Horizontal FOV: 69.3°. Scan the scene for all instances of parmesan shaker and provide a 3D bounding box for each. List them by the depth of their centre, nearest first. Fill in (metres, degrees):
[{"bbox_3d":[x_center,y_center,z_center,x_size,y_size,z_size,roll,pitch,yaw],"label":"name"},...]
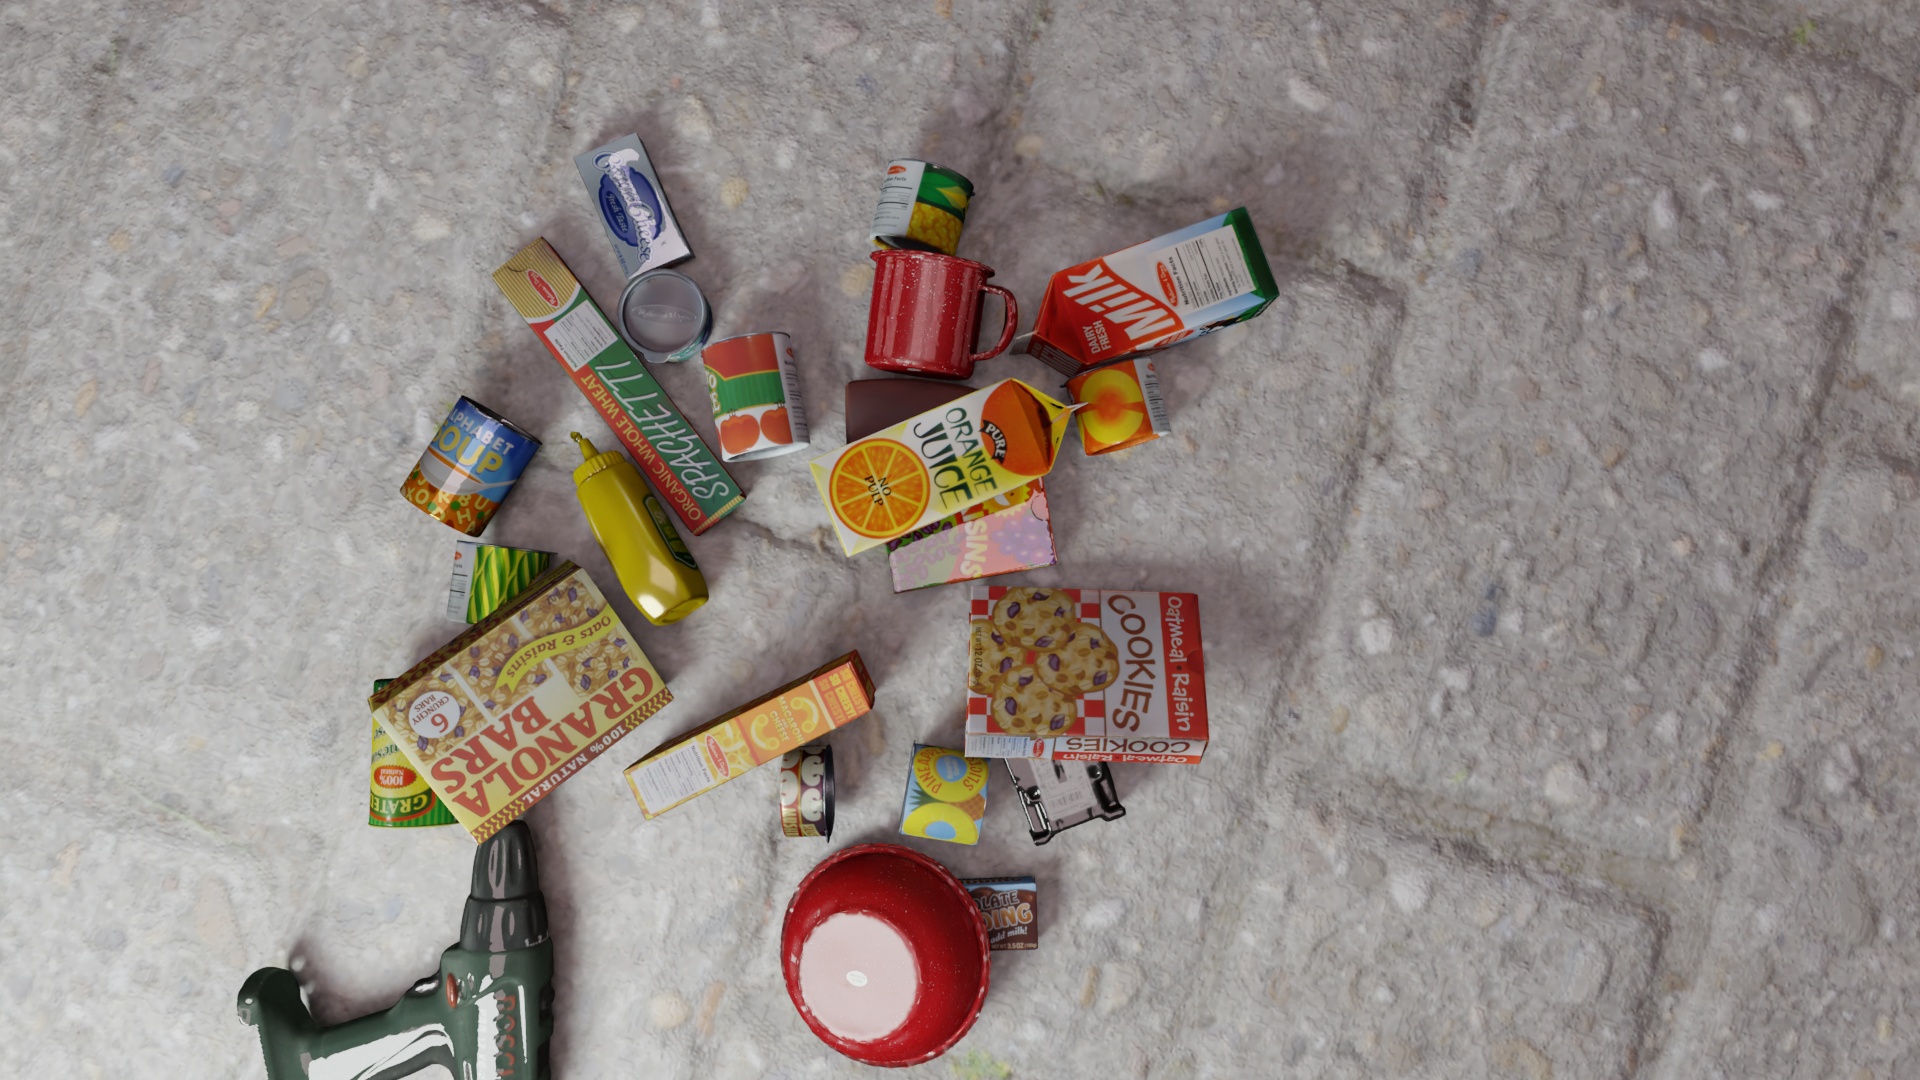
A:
[{"bbox_3d":[-0.391,0.151,0.999,0.071,0.071,0.103,0,86,-1],"label":"parmesan shaker"}]

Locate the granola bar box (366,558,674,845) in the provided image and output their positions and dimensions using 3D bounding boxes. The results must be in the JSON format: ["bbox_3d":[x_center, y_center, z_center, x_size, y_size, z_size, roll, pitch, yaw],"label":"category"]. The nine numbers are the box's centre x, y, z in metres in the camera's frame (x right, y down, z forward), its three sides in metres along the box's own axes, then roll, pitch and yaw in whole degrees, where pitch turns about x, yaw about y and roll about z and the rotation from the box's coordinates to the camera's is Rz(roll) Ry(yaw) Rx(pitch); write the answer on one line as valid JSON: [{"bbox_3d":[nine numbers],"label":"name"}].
[{"bbox_3d":[-0.305,0.111,0.973,0.166,0.039,0.124,-37,114,-18],"label":"granola bar box"}]

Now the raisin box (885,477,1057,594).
[{"bbox_3d":[0.004,-0.013,1.029,0.123,0.040,0.086,-10,86,-2],"label":"raisin box"}]

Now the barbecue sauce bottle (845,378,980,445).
[{"bbox_3d":[-0.010,-0.089,1.032,0.149,0.043,0.065,-2,87,-2],"label":"barbecue sauce bottle"}]

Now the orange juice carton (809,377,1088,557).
[{"bbox_3d":[-0.003,-0.058,0.973,0.193,0.072,0.073,-23,92,-1],"label":"orange juice carton"}]

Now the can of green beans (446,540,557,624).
[{"bbox_3d":[-0.335,0.032,1.007,0.071,0.071,0.058,7,87,0],"label":"can of green beans"}]

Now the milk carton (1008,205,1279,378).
[{"bbox_3d":[0.128,-0.174,1.025,0.191,0.072,0.073,-20,87,-3],"label":"milk carton"}]

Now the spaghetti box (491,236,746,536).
[{"bbox_3d":[-0.253,-0.113,1.036,0.050,0.028,0.250,-38,88,-3],"label":"spaghetti box"}]

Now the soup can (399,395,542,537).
[{"bbox_3d":[-0.357,-0.054,1.010,0.071,0.071,0.084,32,87,1],"label":"soup can"}]

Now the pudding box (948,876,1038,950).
[{"bbox_3d":[0.015,0.273,1.015,0.084,0.030,0.049,-1,86,-1],"label":"pudding box"}]

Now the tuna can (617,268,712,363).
[{"bbox_3d":[-0.220,-0.165,1.038,0.071,0.033,0.071,0,86,-1],"label":"tuna can"}]

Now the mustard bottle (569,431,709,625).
[{"bbox_3d":[-0.242,-0.015,1.014,0.049,0.065,0.160,-32,84,3],"label":"mustard bottle"}]

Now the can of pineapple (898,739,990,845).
[{"bbox_3d":[-0.011,0.182,1.001,0.058,0.071,0.071,9,87,-1],"label":"can of pineapple"}]

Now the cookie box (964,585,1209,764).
[{"bbox_3d":[0.089,0.095,0.994,0.167,0.040,0.123,2,54,0],"label":"cookie box"}]

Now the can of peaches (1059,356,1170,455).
[{"bbox_3d":[0.114,-0.098,1.024,0.071,0.071,0.058,-16,88,-2],"label":"can of peaches"}]

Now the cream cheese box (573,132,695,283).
[{"bbox_3d":[-0.246,-0.250,1.048,0.053,0.024,0.104,-25,87,-4],"label":"cream cheese box"}]

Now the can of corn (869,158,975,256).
[{"bbox_3d":[-0.027,-0.243,1.032,0.071,0.071,0.058,15,87,0],"label":"can of corn"}]

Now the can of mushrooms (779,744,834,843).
[{"bbox_3d":[-0.110,0.183,1.000,0.033,0.071,0.071,-1,87,0],"label":"can of mushrooms"}]

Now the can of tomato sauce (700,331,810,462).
[{"bbox_3d":[-0.152,-0.104,1.019,0.071,0.071,0.083,-12,87,-1],"label":"can of tomato sauce"}]

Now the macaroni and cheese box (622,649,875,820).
[{"bbox_3d":[-0.142,0.133,0.975,0.166,0.123,0.040,-26,90,-2],"label":"macaroni and cheese box"}]
